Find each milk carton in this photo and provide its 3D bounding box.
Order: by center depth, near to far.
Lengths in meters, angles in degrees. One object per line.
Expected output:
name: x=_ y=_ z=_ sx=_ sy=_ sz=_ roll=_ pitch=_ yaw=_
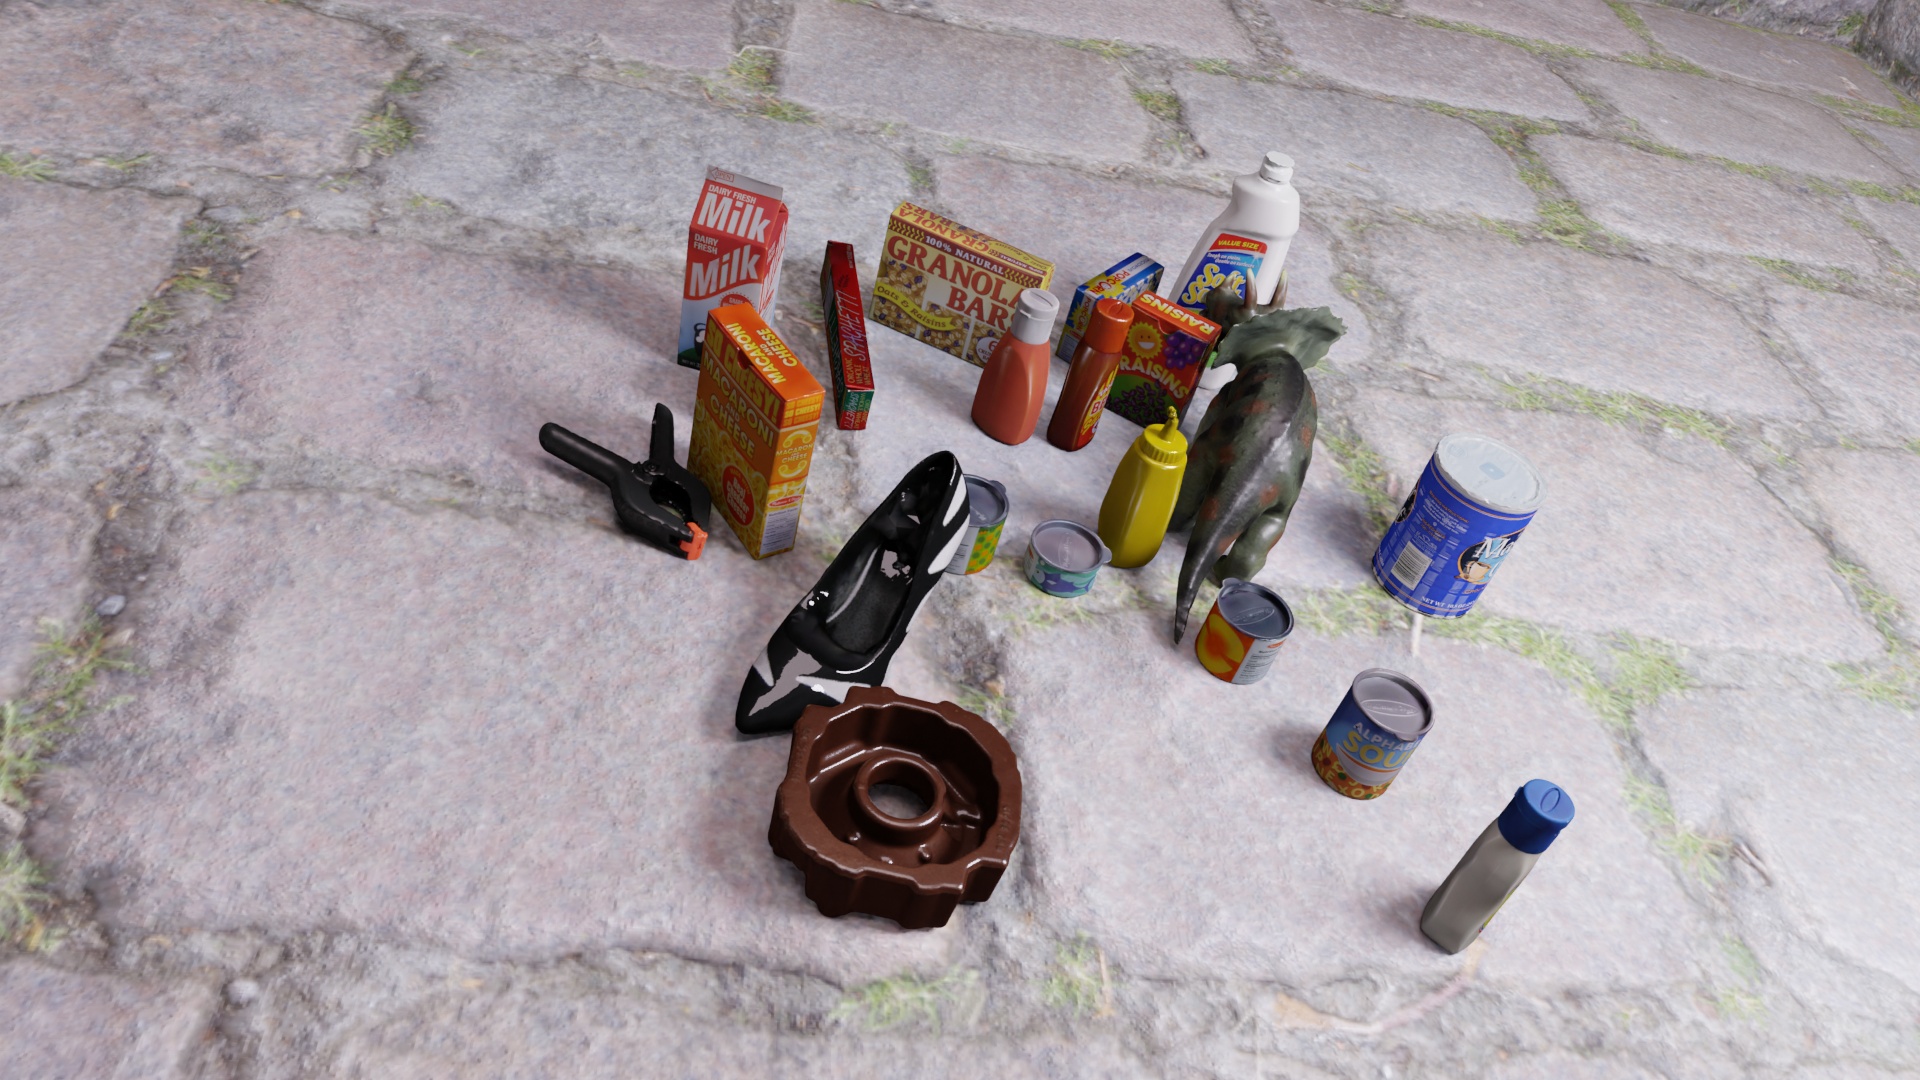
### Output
milk carton: x=-0.205 y=-0.245 z=1.257 sx=0.072 sy=0.189 sz=0.074 roll=16 pitch=41 yaw=-1

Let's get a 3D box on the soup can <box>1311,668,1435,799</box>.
soup can: x=0.319 y=0.153 z=1.076 sx=0.071 sy=0.083 sz=0.072 roll=10 pitch=41 yaw=-8

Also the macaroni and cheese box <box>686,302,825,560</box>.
macaroni and cheese box: x=-0.168 y=-0.086 z=1.112 sx=0.040 sy=0.165 sz=0.124 roll=-18 pitch=52 yaw=-33

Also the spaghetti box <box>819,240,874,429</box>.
spaghetti box: x=-0.112 y=-0.203 z=1.348 sx=0.029 sy=0.049 sz=0.251 roll=4 pitch=43 yaw=-15

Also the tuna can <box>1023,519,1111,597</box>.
tuna can: x=0.091 y=0.016 z=1.188 sx=0.071 sy=0.032 sz=0.071 roll=10 pitch=41 yaw=-8

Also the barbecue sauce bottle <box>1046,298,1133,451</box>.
barbecue sauce bottle: x=0.123 y=-0.156 z=1.301 sx=0.044 sy=0.147 sz=0.065 roll=28 pitch=42 yaw=13

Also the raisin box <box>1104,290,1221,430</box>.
raisin box: x=0.193 y=-0.171 z=1.360 sx=0.086 sy=0.122 sz=0.040 roll=30 pitch=43 yaw=15

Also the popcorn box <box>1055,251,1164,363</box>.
popcorn box: x=0.157 y=-0.241 z=1.454 sx=0.038 sy=0.084 sz=0.127 roll=35 pitch=44 yaw=19

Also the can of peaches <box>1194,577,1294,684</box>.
can of peaches: x=0.233 y=0.075 z=1.152 sx=0.071 sy=0.057 sz=0.071 roll=10 pitch=41 yaw=-8

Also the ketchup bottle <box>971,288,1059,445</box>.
ketchup bottle: x=0.054 y=-0.162 z=1.283 sx=0.065 sy=0.148 sz=0.044 roll=37 pitch=45 yaw=22

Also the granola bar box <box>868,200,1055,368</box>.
granola bar box: x=-0.002 y=-0.247 z=1.377 sx=0.166 sy=0.123 sz=0.039 roll=24 pitch=41 yaw=9

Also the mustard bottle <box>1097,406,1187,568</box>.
mustard bottle: x=0.161 y=-0.049 z=1.186 sx=0.049 sy=0.159 sz=0.065 roll=1 pitch=43 yaw=-18

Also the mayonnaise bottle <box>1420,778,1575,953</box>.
mayonnaise bottle: x=0.374 y=0.225 z=0.966 sx=0.041 sy=0.147 sz=0.065 roll=37 pitch=45 yaw=21

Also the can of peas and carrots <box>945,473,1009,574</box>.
can of peas and carrots: x=0.004 y=-0.015 z=1.173 sx=0.071 sy=0.058 sz=0.071 roll=10 pitch=41 yaw=-8
